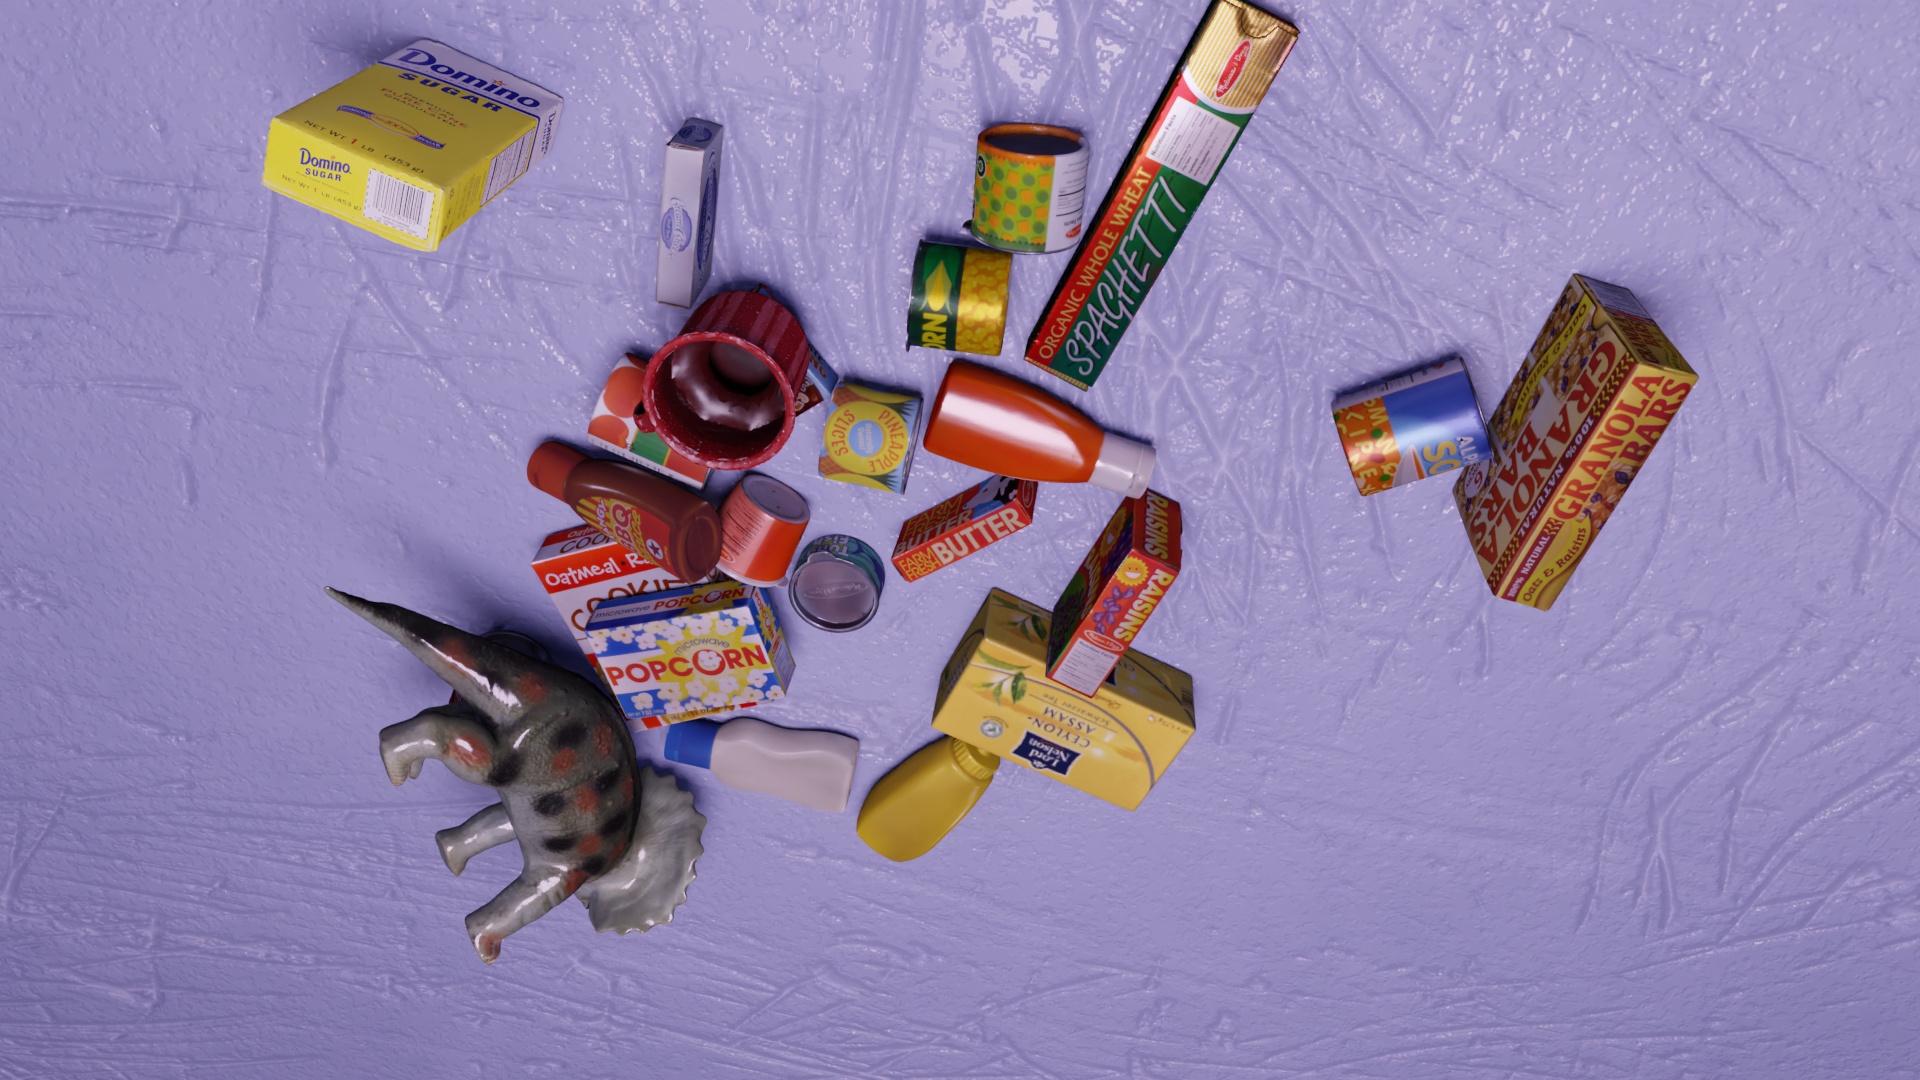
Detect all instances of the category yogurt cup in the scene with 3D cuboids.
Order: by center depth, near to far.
[{"bbox_3d":[-0.141,-0.009,0.966,0.072,0.073,0.053,29,113,-11],"label":"yogurt cup"}]

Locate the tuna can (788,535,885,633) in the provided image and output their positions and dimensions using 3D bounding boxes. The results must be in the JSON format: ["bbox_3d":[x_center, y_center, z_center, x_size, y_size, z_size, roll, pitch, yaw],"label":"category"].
[{"bbox_3d":[-0.089,0.029,1.001,0.071,0.033,0.070,3,123,5],"label":"tuna can"}]

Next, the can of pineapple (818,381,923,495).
[{"bbox_3d":[-0.059,-0.067,0.914,0.058,0.071,0.070,12,123,0],"label":"can of pineapple"}]

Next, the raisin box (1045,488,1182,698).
[{"bbox_3d":[0.105,0.035,0.948,0.040,0.086,0.122,25,122,-7],"label":"raisin box"}]

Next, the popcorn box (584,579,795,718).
[{"bbox_3d":[-0.193,0.078,0.993,0.127,0.038,0.084,-9,122,12],"label":"popcorn box"}]

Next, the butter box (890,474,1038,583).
[{"bbox_3d":[0.003,-0.012,0.951,0.103,0.053,0.024,-26,114,22],"label":"butter box"}]

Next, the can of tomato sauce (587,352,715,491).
[{"bbox_3d":[-0.196,-0.081,0.925,0.083,0.071,0.070,24,122,-7],"label":"can of tomato sauce"}]

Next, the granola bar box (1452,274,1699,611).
[{"bbox_3d":[0.359,-0.059,0.832,0.039,0.125,0.164,16,123,-4],"label":"granola bar box"}]

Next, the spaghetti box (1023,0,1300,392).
[{"bbox_3d":[0.113,-0.202,0.829,0.050,0.029,0.248,24,122,-8],"label":"spaghetti box"}]

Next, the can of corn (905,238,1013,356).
[{"bbox_3d":[0.000,-0.147,0.855,0.058,0.071,0.070,7,123,2],"label":"can of corn"}]

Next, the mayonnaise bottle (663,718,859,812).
[{"bbox_3d":[-0.157,0.171,1.097,0.148,0.041,0.064,13,122,0],"label":"mayonnaise bottle"}]

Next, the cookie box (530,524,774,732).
[{"bbox_3d":[-0.223,0.058,1.033,0.123,0.040,0.166,-14,121,15],"label":"cookie box"}]

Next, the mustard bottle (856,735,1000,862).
[{"bbox_3d":[-0.014,0.190,1.085,0.065,0.049,0.159,38,119,-17],"label":"mustard bottle"}]

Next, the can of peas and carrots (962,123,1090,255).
[{"bbox_3d":[0.038,-0.207,0.814,0.071,0.071,0.058,7,122,3],"label":"can of peas and carrots"}]

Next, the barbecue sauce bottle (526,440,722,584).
[{"bbox_3d":[-0.230,-0.026,0.944,0.149,0.044,0.064,25,139,25],"label":"barbecue sauce bottle"}]

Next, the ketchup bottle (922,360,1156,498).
[{"bbox_3d":[0.054,-0.066,0.915,0.149,0.044,0.064,18,119,-5],"label":"ketchup bottle"}]

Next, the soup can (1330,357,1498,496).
[{"bbox_3d":[0.283,-0.067,0.870,0.083,0.072,0.071,-18,118,19],"label":"soup can"}]

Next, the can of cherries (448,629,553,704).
[{"bbox_3d":[-0.356,0.112,1.067,0.071,0.072,0.058,25,123,-9],"label":"can of cherries"}]

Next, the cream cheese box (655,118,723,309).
[{"bbox_3d":[-0.166,-0.200,0.852,0.024,0.054,0.103,11,123,-2],"label":"cream cheese box"}]

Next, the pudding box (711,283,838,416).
[{"bbox_3d":[-0.125,-0.121,0.911,0.049,0.030,0.083,-28,115,21],"label":"pudding box"}]
